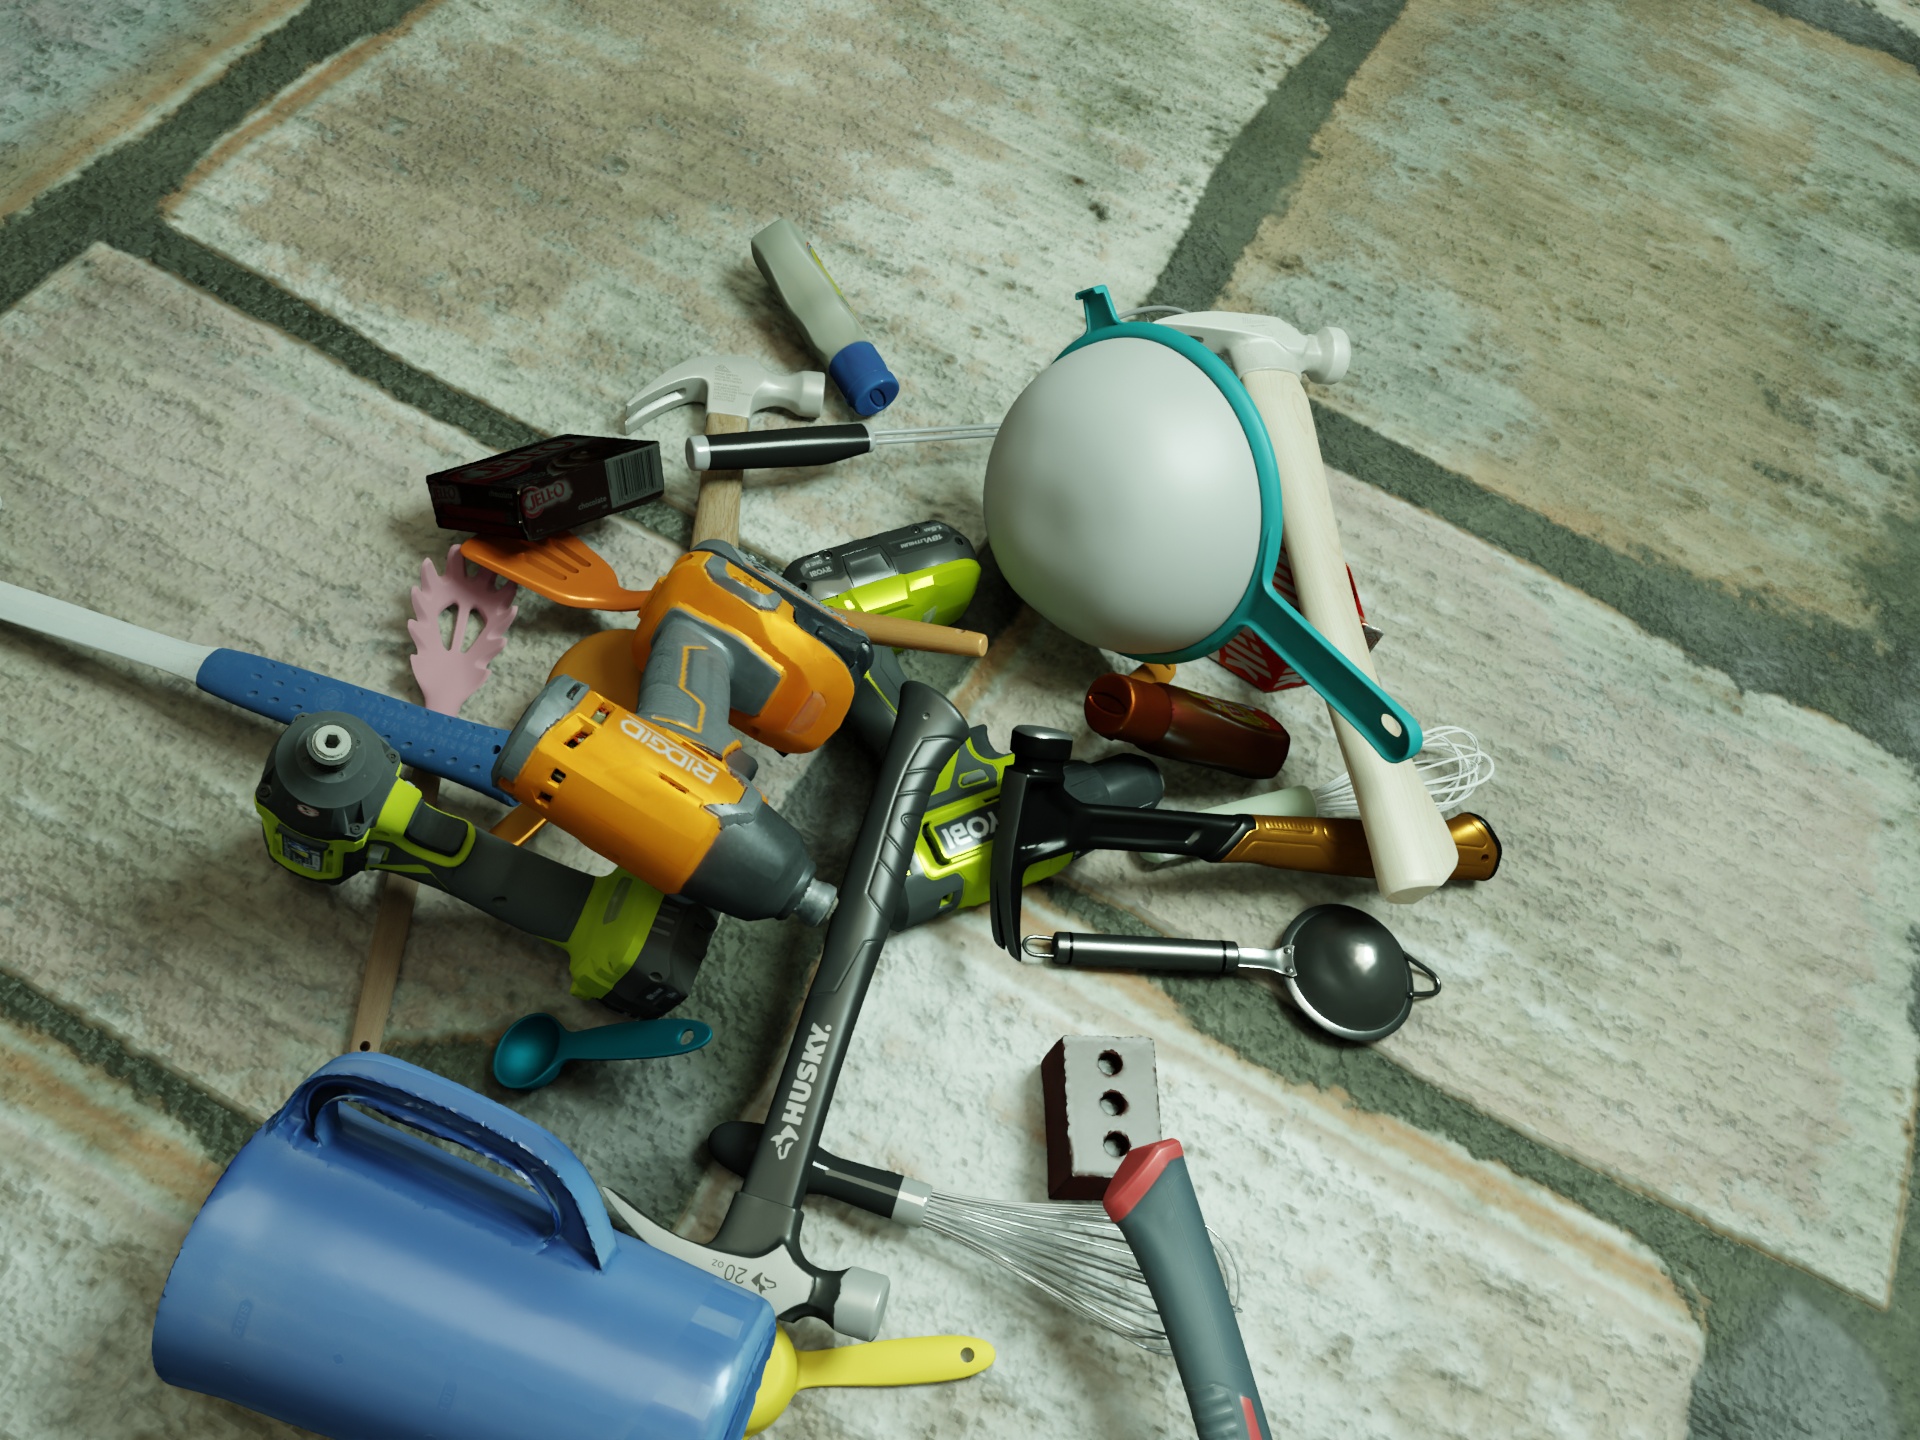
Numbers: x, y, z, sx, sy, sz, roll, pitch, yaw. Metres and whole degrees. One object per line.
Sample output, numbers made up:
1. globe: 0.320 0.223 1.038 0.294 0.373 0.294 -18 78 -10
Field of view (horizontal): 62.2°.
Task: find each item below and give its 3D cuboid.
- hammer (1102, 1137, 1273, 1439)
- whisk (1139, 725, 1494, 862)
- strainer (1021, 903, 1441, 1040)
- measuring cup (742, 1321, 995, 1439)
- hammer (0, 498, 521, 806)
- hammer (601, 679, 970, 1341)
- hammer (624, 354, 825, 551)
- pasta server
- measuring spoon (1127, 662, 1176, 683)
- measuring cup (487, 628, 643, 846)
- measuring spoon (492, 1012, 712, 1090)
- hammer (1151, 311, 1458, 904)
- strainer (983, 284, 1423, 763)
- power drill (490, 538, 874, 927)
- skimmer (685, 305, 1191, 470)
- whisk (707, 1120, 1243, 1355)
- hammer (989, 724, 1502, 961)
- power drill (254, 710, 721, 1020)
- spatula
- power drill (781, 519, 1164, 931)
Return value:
1. hammer: 0.157 0.382 0.724 0.143 0.038 0.386 -11 75 -19
2. whisk: 0.222 0.050 0.990 0.246 0.057 0.059 -13 28 -15
3. strainer: 0.163 0.138 0.923 0.258 0.050 0.087 4 57 -6
4. measuring cup: -0.058 0.312 0.773 0.156 0.029 0.062 -1 59 -9
5. hammer: -0.426 -0.027 0.877 0.405 0.035 0.144 17 57 7
6. hammer: -0.066 0.130 0.823 0.146 0.035 0.335 14 67 8
7. hammer: -0.159 -0.102 1.007 0.130 0.031 0.332 6 58 -9
8. pasta server: -0.300 0.042 0.886 0.060 0.040 0.316 12 58 -16
9. measuring spoon: 0.115 -0.024 0.995 0.021 0.011 0.117 48 31 6
10. measuring cup: -0.221 0.019 0.891 0.095 0.052 0.173 38 70 22
11. measuring spoon: -0.180 0.169 0.812 0.128 0.021 0.042 -9 52 20
12. hammer: 0.214 -0.084 0.977 0.146 0.038 0.411 0 62 -18
13. strainer: 0.119 -0.085 0.922 0.095 0.210 0.341 -17 53 -38
14. power drill: -0.115 0.008 0.790 0.164 0.084 0.227 33 27 -7
15. skimmer: -0.004 -0.219 1.057 0.363 0.090 0.127 -10 39 -25
16. whisk: 0.006 0.256 0.812 0.284 0.070 0.070 17 57 5
17. hammer: 0.175 0.078 0.929 0.336 0.034 0.127 5 97 -23
18. power drill: -0.233 0.069 0.788 0.223 0.171 0.080 25 65 -14
19. spatula: -0.136 -0.074 0.921 0.323 0.041 0.081 10 27 20
20. power drill: -0.002 -0.003 0.954 0.190 0.080 0.229 -19 67 -22
